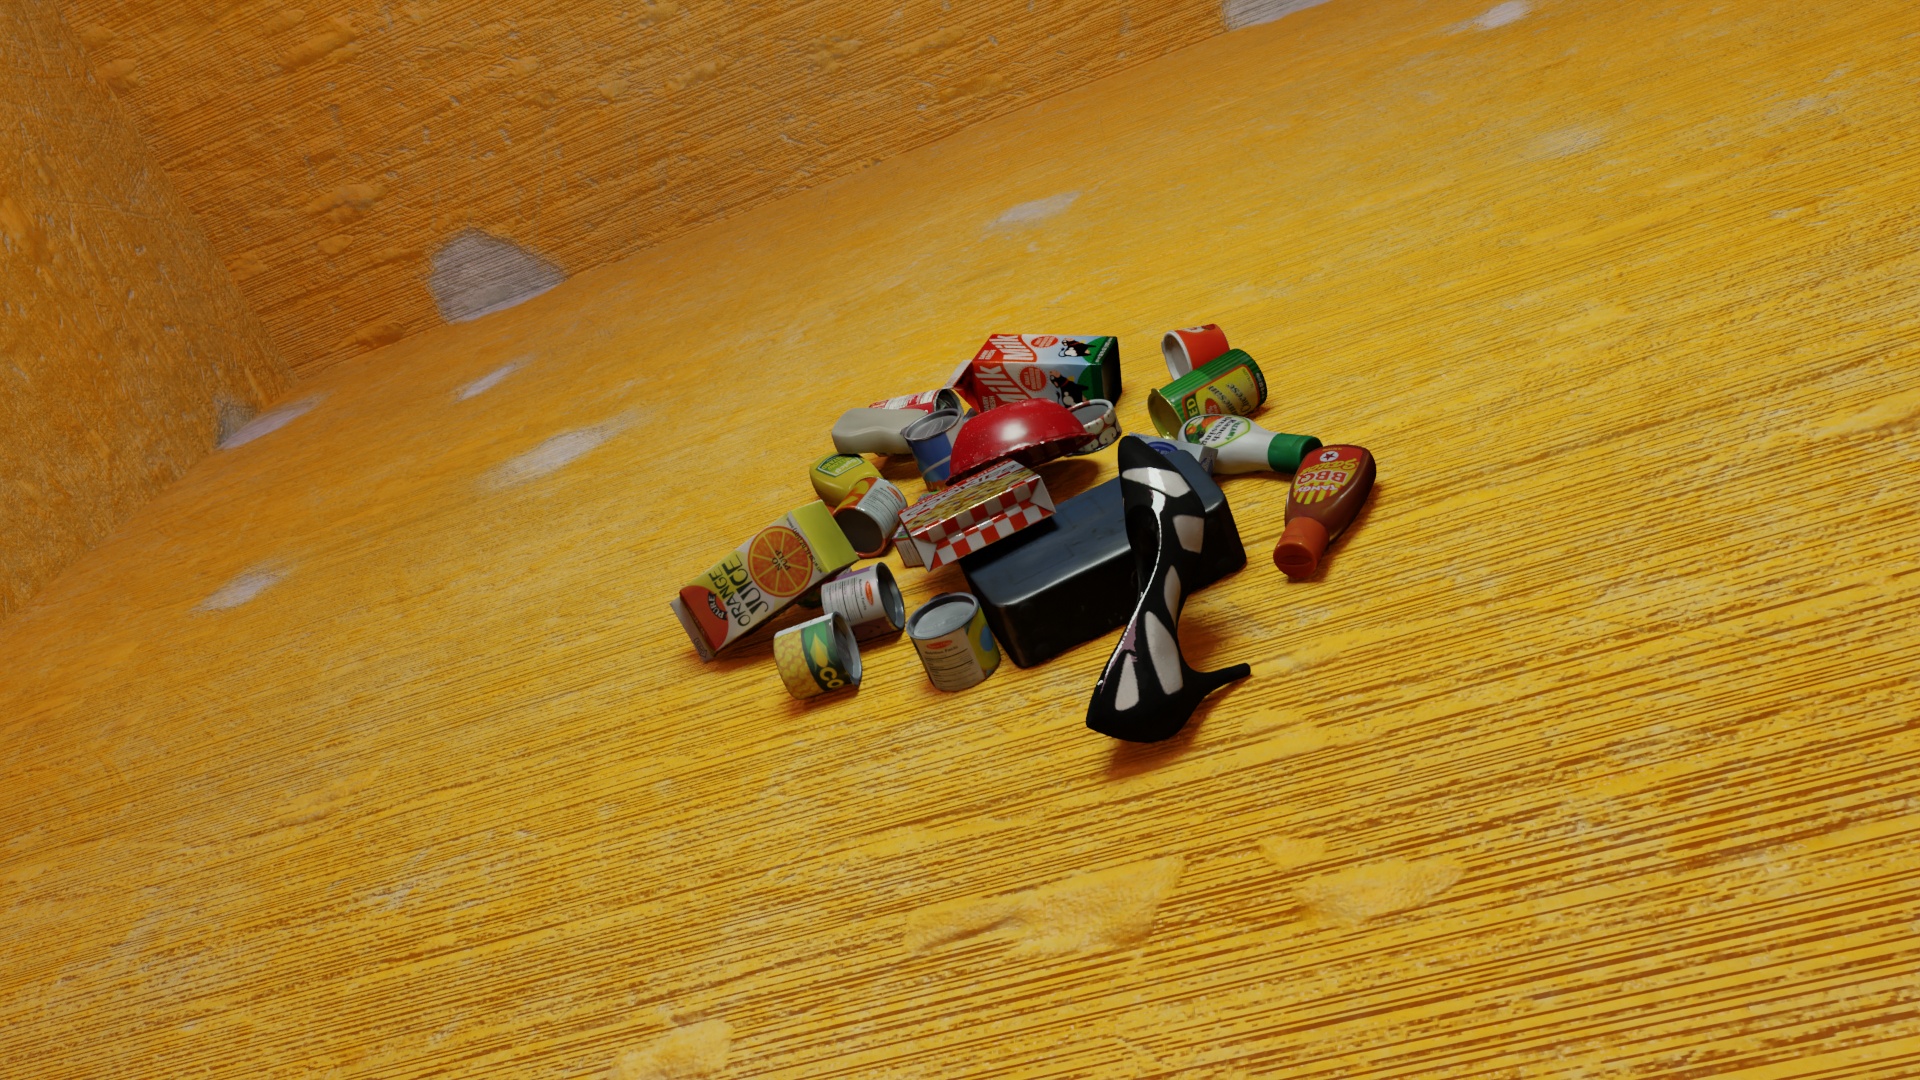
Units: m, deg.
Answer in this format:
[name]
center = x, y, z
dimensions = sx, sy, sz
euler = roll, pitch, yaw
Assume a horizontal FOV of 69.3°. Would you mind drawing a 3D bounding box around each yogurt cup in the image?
[yogurt cup]
center = 0.259, -0.202, 1.510
dimensions = 0.054, 0.072, 0.072
euler = -19, 25, -9

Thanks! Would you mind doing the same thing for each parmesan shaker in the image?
[parmesan shaker]
center = 0.248, -0.145, 1.398
dimensions = 0.103, 0.071, 0.071
euler = -30, 26, -13

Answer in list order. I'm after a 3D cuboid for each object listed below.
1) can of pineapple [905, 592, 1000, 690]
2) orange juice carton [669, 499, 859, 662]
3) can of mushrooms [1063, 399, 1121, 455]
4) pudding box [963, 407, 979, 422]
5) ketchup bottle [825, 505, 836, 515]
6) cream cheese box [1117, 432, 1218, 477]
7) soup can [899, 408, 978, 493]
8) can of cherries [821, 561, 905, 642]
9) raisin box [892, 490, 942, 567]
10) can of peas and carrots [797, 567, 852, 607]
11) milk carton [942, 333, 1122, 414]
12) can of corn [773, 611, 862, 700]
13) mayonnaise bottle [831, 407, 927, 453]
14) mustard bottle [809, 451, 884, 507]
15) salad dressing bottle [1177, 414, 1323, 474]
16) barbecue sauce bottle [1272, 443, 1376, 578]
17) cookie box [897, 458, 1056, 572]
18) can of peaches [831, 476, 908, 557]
[can of pineapple]
center = -0.005, 0.085, 1.184
dimensions = 0.071, 0.057, 0.071
euler = -18, 26, 9
[orange juice carton]
center = -0.200, 0.043, 1.349
dimensions = 0.192, 0.072, 0.073
euler = -34, -3, 22
[can of mushrooms]
center = 0.135, -0.121, 1.489
dimensions = 0.071, 0.033, 0.071
euler = -18, 27, 9
[pudding box]
center = 0.023, -0.125, 1.591
dimensions = 0.049, 0.030, 0.084
euler = -8, 30, 26
[ketchup bottle]
center = -0.185, 0.019, 1.471
dimensions = 0.064, 0.043, 0.149
euler = 6, 39, 47
[cream cheese box]
center = 0.196, -0.070, 1.321
dimensions = 0.024, 0.053, 0.104
euler = 13, 2, -37
[soup can]
center = -0.018, -0.090, 1.496
dimensions = 0.071, 0.083, 0.072
euler = -19, 26, 10
[can of cherries]
center = -0.090, 0.061, 1.296
dimensions = 0.058, 0.071, 0.072
euler = -19, 26, 12
[raisin box]
center = 0.005, -0.017, 1.392
dimensions = 0.123, 0.040, 0.086
euler = -9, 30, 29
[can of peas and carrots]
center = -0.150, 0.027, 1.412
dimensions = 0.071, 0.058, 0.071
euler = -19, 26, 9
[milk carton]
center = 0.079, -0.185, 1.564
dimensions = 0.190, 0.073, 0.073
euler = 5, 35, 22
[can of corn]
center = -0.127, 0.106, 1.239
dimensions = 0.058, 0.071, 0.071
euler = -19, 26, 10
[mayonnaise bottle]
center = -0.070, -0.123, 1.570
dimensions = 0.148, 0.041, 0.065
euler = 4, 37, 27
[mustard bottle]
center = -0.117, -0.062, 1.564
dimensions = 0.065, 0.048, 0.160
euler = -30, 26, -18
[salad dressing bottle]
center = 0.271, -0.087, 1.301
dimensions = 0.064, 0.044, 0.147
euler = -43, 32, -24
[barbecue sauce bottle]
center = 0.300, -0.025, 1.161
dimensions = 0.065, 0.043, 0.149
euler = -3, 33, 34
[cookie box]
center = 0.011, -0.025, 1.264
dimensions = 0.123, 0.040, 0.167
euler = -25, 11, -3
[can of peaches]
center = -0.097, -0.023, 1.457
dimensions = 0.071, 0.071, 0.058
euler = -7, 31, 30
